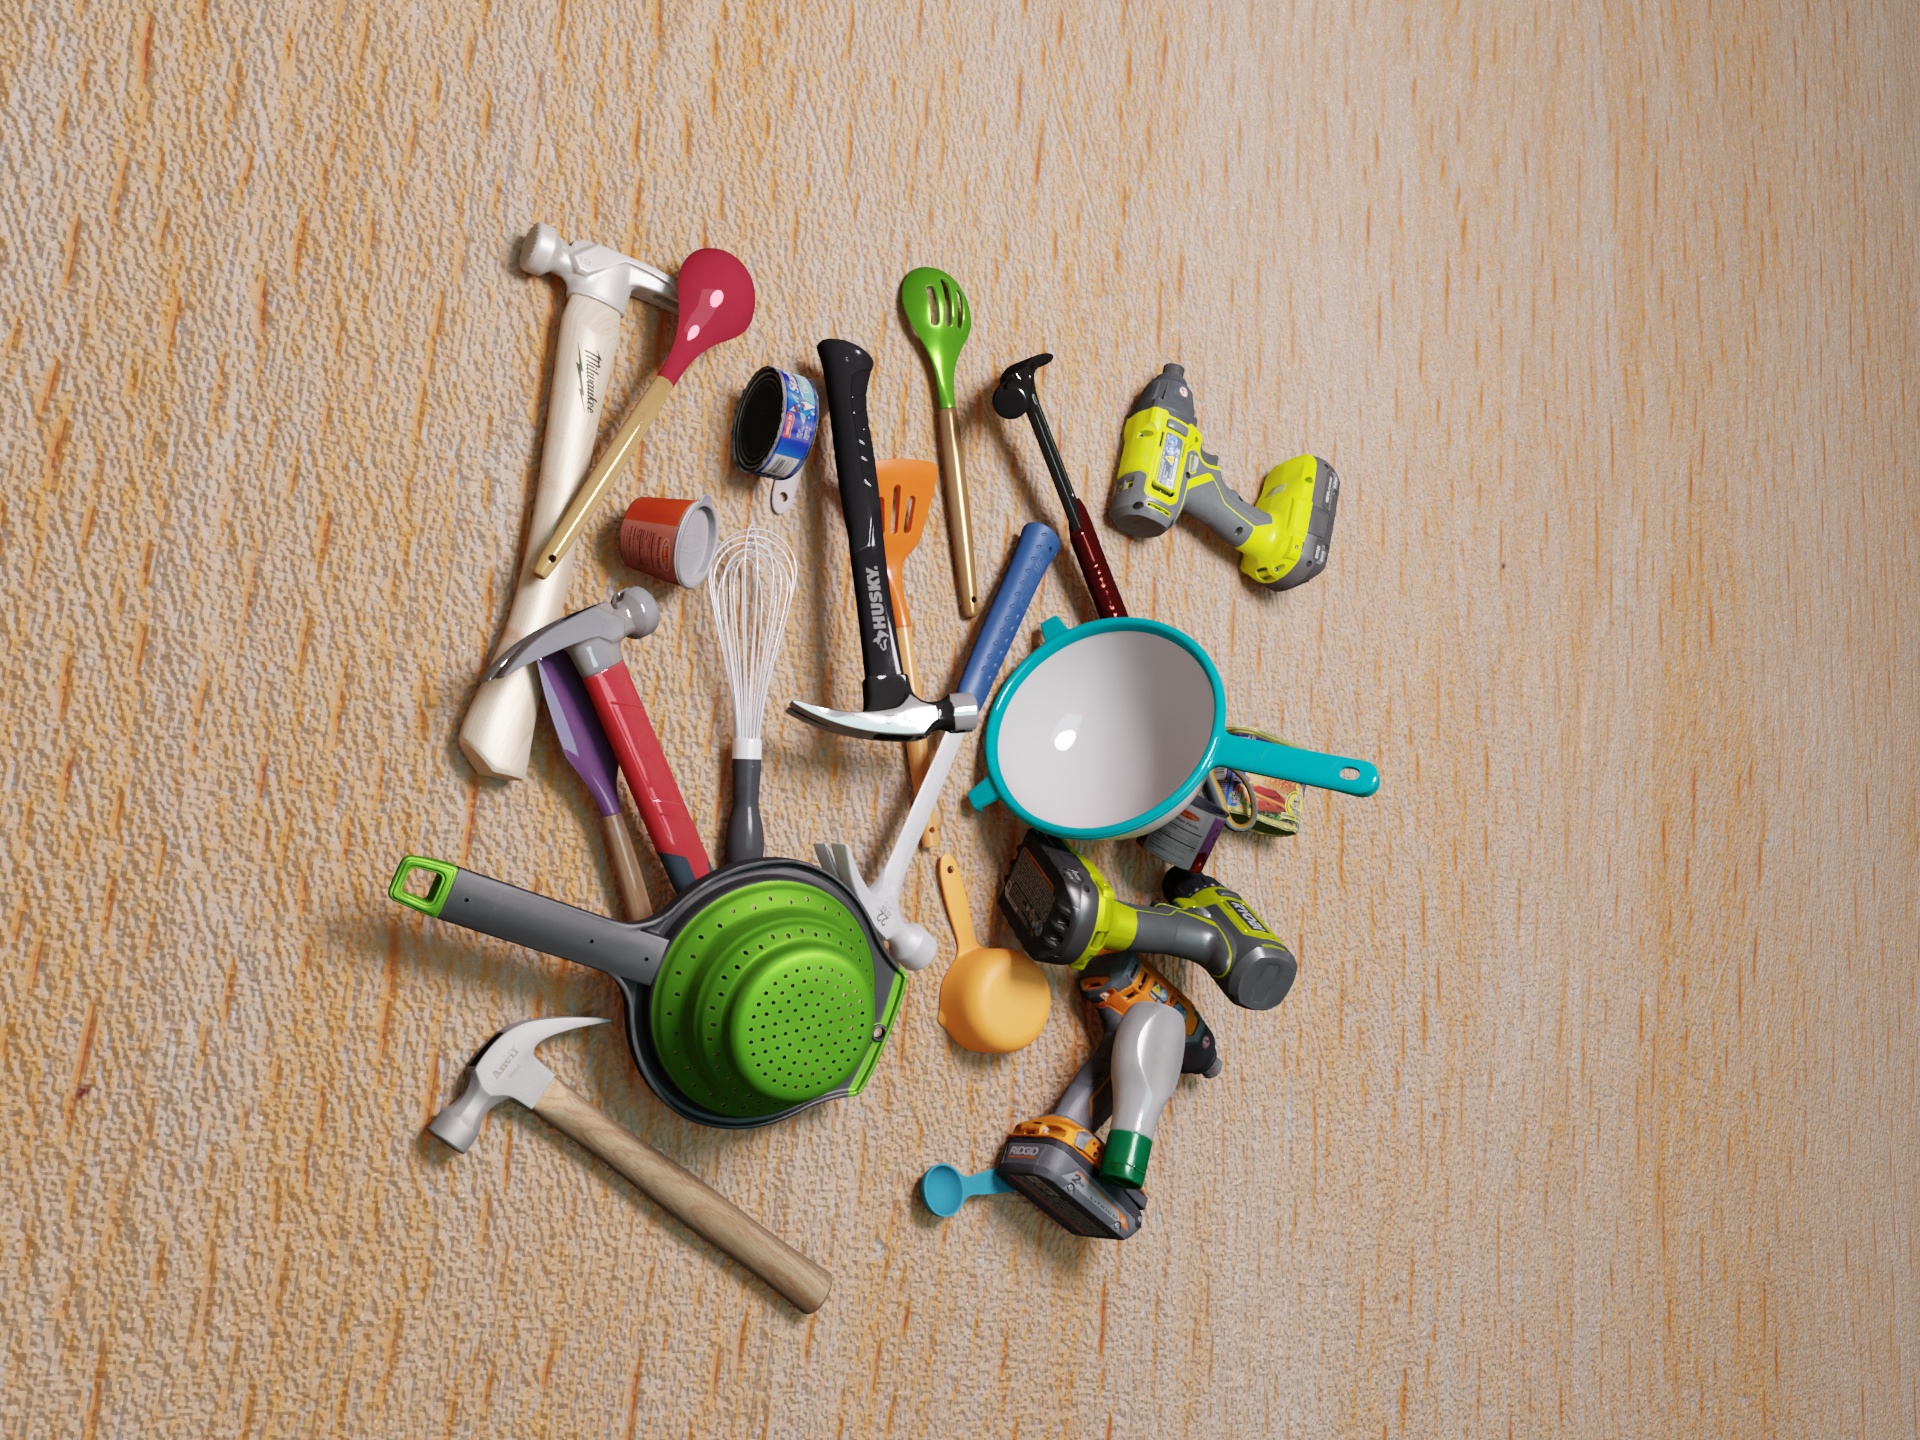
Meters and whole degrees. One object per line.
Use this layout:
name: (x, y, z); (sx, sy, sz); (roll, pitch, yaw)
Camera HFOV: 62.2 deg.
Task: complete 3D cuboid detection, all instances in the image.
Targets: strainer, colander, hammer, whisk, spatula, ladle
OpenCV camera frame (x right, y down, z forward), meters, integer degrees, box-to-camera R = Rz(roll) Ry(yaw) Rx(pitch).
strainer: (0.188, 0.034, 1.331); (0.211, 0.340, 0.095); (-66, 148, -20)
colander: (-0.192, 0.176, 1.092); (0.396, 0.094, 0.204); (25, 84, -30)
hammer: (-0.217, 0.332, 1.158); (0.331, 0.031, 0.130); (44, 63, -22)
hammer: (-0.213, 0.105, 1.157); (0.143, 0.038, 0.386); (-35, 110, -46)
hammer: (-0.081, -0.146, 1.261); (0.146, 0.035, 0.335); (-5, 77, -16)
hammer: (-0.002, -0.004, 1.320); (0.143, 0.035, 0.406); (49, 52, -39)
whisk: (-0.164, -0.010, 1.228); (0.070, 0.070, 0.284); (3, 86, -34)
spatula: (-0.042, -0.055, 1.326); (0.081, 0.041, 0.322); (-6, 88, -32)
spatula: (-0.247, 0.092, 1.164); (0.060, 0.018, 0.316); (-23, 102, -48)
ladle: (-0.235, -0.234, 1.188); (0.069, 0.031, 0.315); (38, 65, -27)
hammer: (-0.289, -0.156, 1.177); (0.146, 0.038, 0.411); (17, 75, -33)
hammer: (0.118, -0.151, 1.431); (0.359, 0.037, 0.149); (67, 21, -16)

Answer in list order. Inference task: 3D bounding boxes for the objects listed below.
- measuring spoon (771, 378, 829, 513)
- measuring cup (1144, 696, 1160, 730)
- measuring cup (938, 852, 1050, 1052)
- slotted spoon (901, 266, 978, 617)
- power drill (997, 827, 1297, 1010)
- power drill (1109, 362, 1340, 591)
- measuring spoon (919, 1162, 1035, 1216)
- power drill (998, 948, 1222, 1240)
measuring spoon: (-0.130, -0.226, 1.303); (0.034, 0.018, 0.124); (24, 71, -29)
measuring cup: (0.177, 0.021, 1.426); (0.062, 0.029, 0.156); (8, 109, -43)
measuring cup: (0.022, 0.193, 1.324); (0.095, 0.052, 0.173); (-18, 96, -34)
slotted spoon: (-0.006, -0.245, 1.386); (0.070, 0.031, 0.314); (-4, 87, -35)
power drill: (0.155, 0.162, 1.363); (0.228, 0.191, 0.080); (15, 107, -22)
power drill: (0.254, -0.231, 1.531); (0.223, 0.080, 0.171); (22, 71, -27)
measuring spoon: (0.013, 0.385, 1.318); (0.128, 0.021, 0.042); (6, 68, -42)
power drill: (0.142, 0.326, 1.371); (0.164, 0.084, 0.227); (43, 57, -21)
